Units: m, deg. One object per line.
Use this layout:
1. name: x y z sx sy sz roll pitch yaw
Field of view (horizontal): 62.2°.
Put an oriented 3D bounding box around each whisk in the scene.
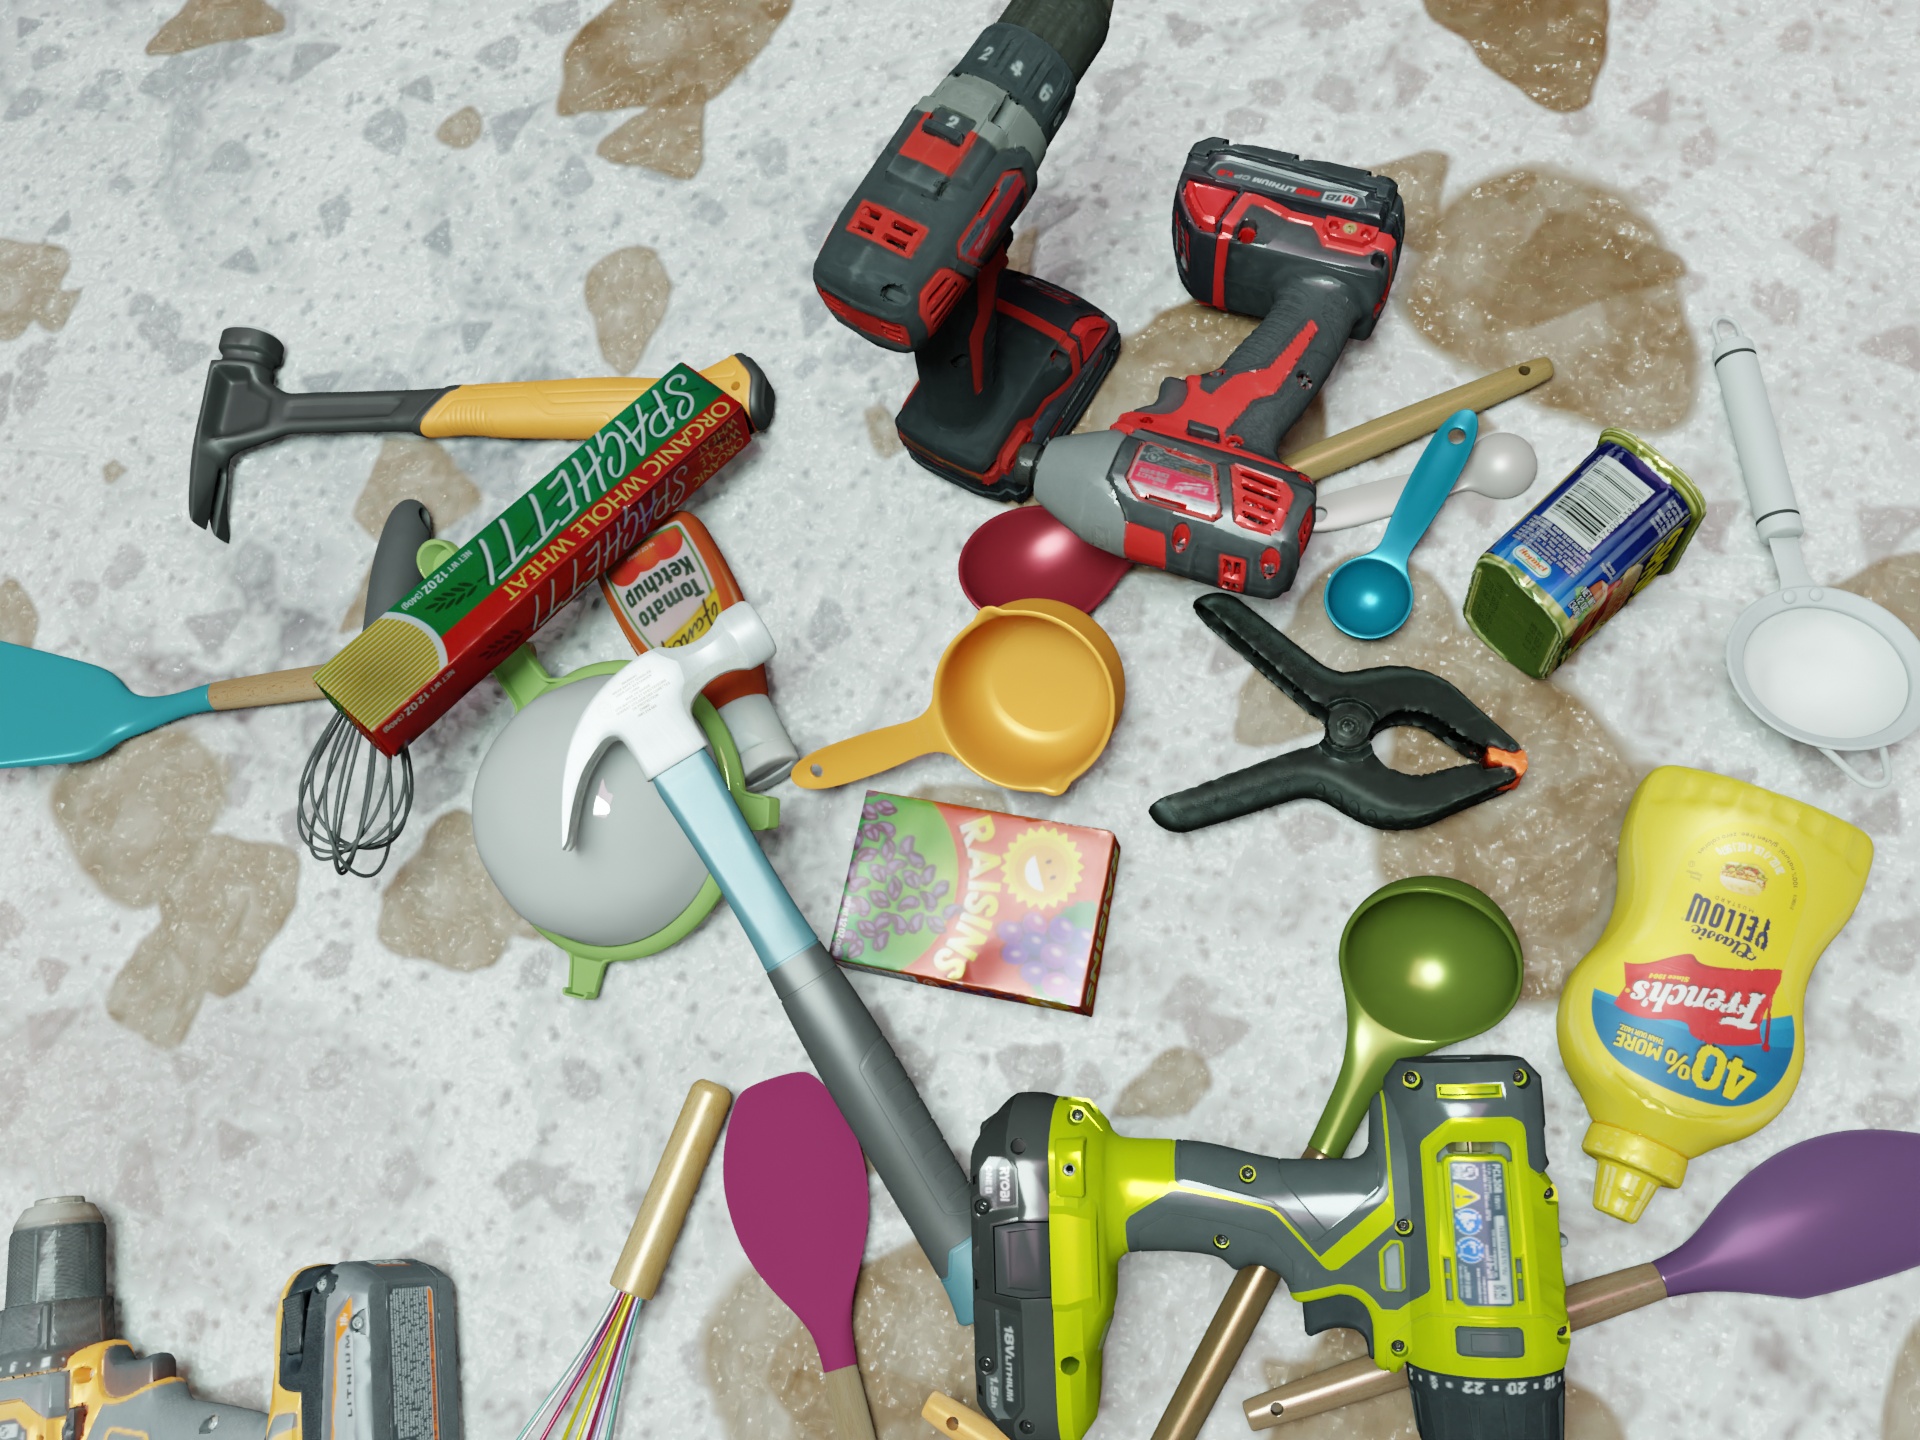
1. whisk: -0.162 0.284 0.731 0.051 0.047 0.245 16 73 16
2. whisk: -0.297 -0.024 0.818 0.055 0.055 0.239 -9 53 7

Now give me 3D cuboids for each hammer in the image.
1. hammer: -0.067 0.117 0.716 0.128 0.033 0.331 -31 88 -9
2. hammer: -0.269 -0.167 0.888 0.337 0.034 0.127 0 73 10

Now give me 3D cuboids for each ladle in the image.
1. ladle: 0.145 0.212 0.687 0.078 0.062 0.320 29 83 12
2. ladle: 0.149 -0.120 0.801 0.315 0.031 0.069 -22 71 1

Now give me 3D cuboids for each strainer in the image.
1. strainer: 0.384 -0.081 0.740 0.087 0.050 0.259 -3 67 3
2. strainer: -0.215 0.003 0.785 0.151 0.069 0.256 -42 73 15

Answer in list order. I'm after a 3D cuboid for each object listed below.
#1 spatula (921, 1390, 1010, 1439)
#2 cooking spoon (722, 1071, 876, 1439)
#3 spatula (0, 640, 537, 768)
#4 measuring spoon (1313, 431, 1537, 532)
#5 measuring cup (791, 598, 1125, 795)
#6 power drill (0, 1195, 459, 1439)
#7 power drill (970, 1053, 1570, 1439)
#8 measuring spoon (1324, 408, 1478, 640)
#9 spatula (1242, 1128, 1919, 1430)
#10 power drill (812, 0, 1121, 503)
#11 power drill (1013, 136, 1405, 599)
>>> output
1. spatula: 0.126 0.365 0.648 0.323 0.041 0.081 27 84 17
2. cooking spoon: -0.048 0.316 0.709 0.069 0.017 0.319 -18 70 6
3. spatula: -0.385 -0.020 0.860 0.317 0.044 0.082 -8 59 7
4. measuring spoon: 0.225 -0.117 0.790 0.124 0.018 0.034 -15 72 6
5. measuring cup: -0.001 -0.002 0.779 0.173 0.052 0.095 -19 99 23
6. power drill: -0.355 0.304 0.740 0.226 0.084 0.185 -14 70 11
7. power drill: 0.124 0.233 0.636 0.228 0.080 0.191 -3 81 12
8. measuring spoon: 0.220 -0.095 0.779 0.042 0.021 0.128 28 83 17
9. spatula: 0.270 0.242 0.673 0.316 0.018 0.060 -20 70 3
10. power drill: 0.020 -0.222 0.748 0.080 0.226 0.188 29 81 17
11. power drill: 0.124 -0.171 0.775 0.143 0.078 0.220 18 69 15
